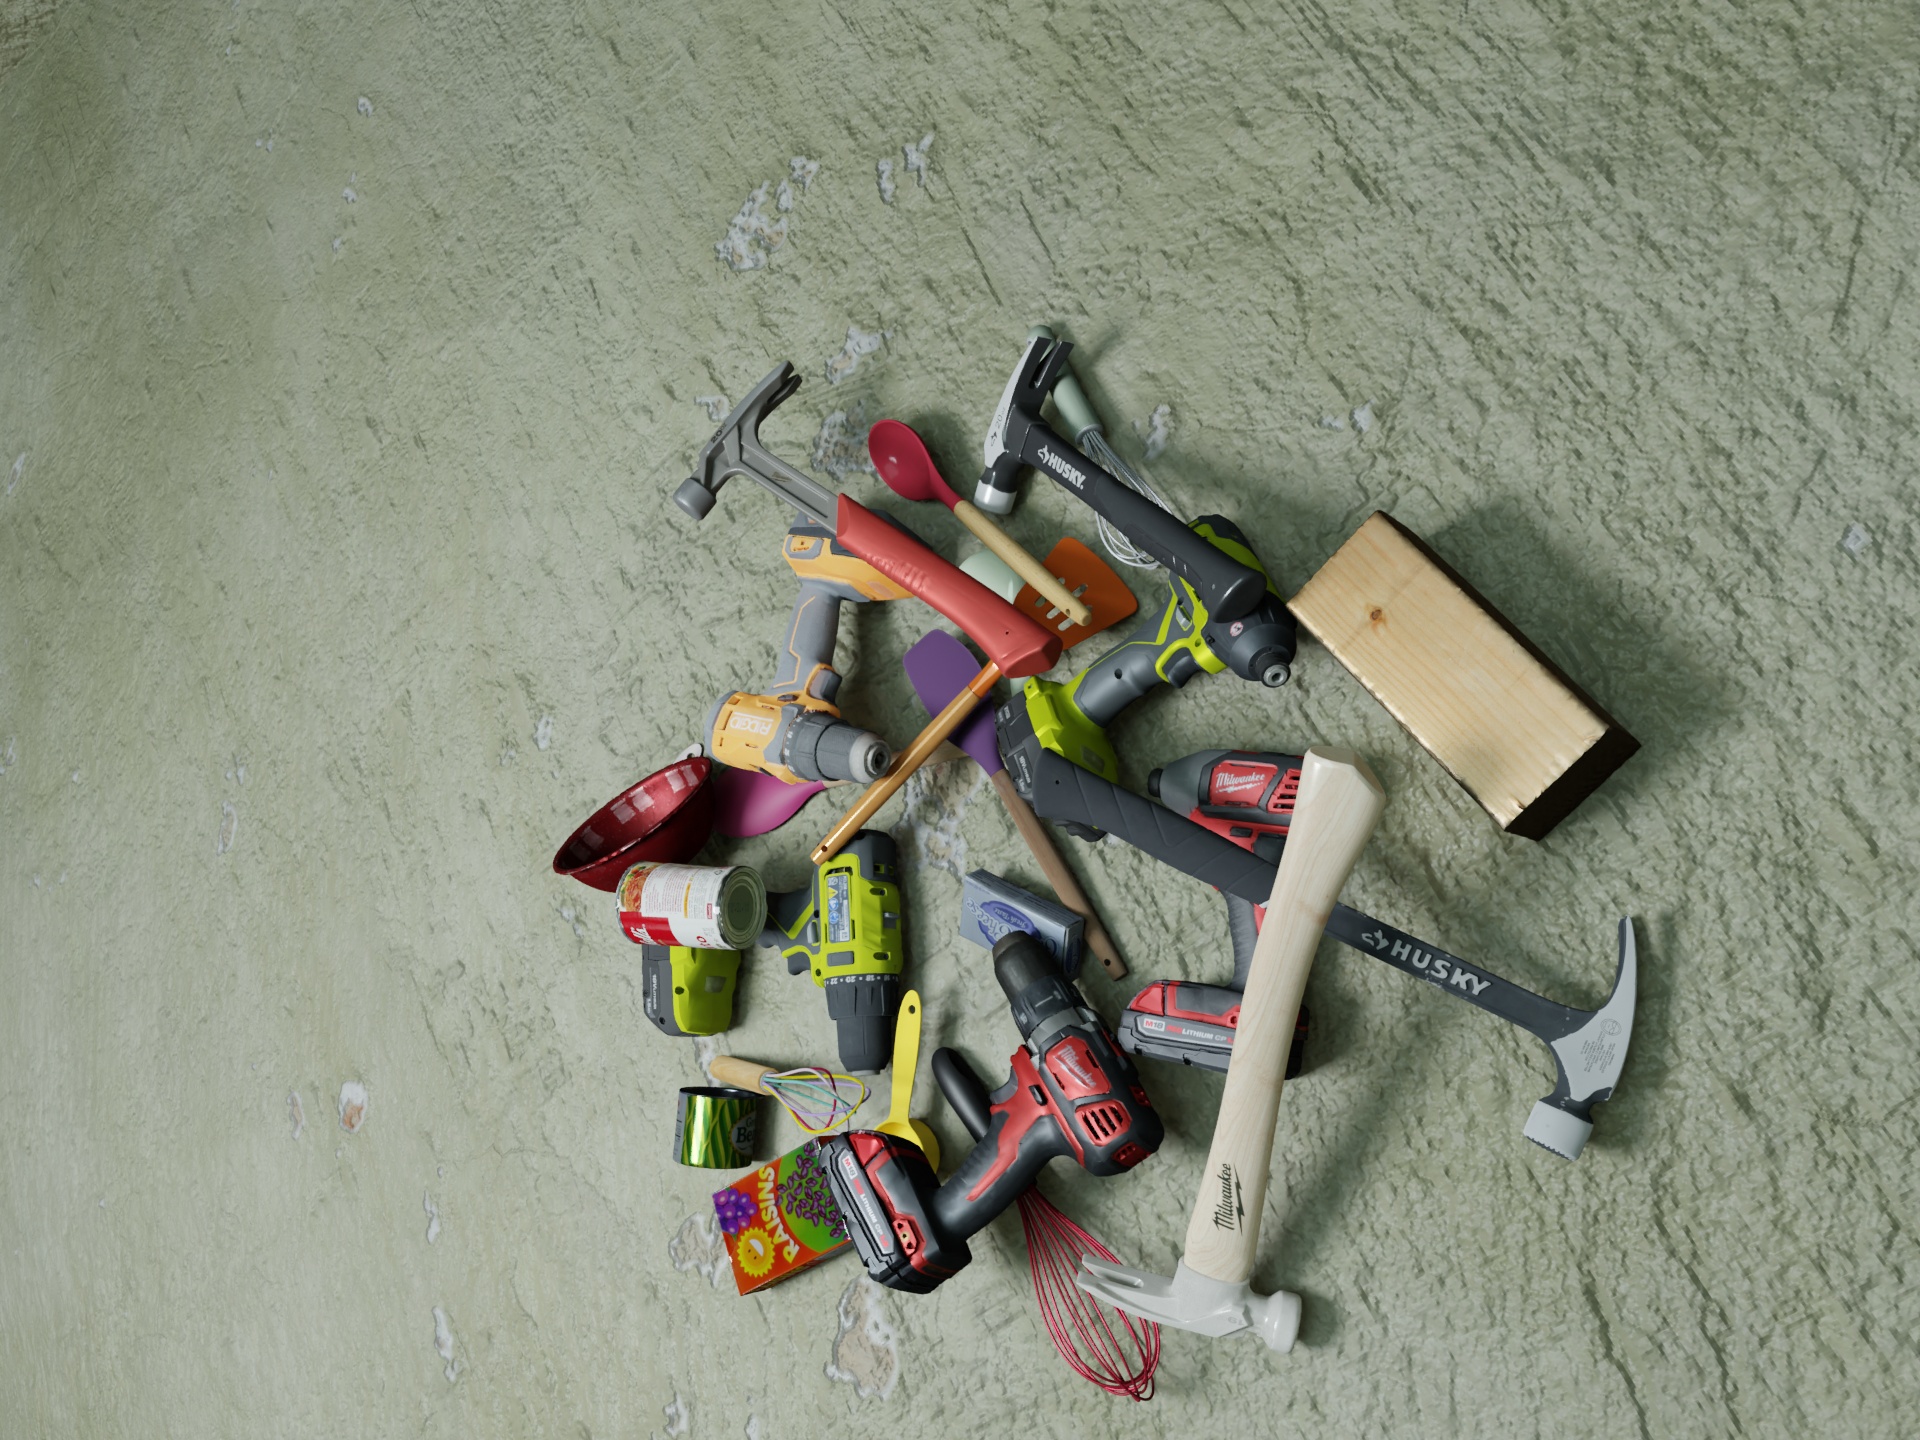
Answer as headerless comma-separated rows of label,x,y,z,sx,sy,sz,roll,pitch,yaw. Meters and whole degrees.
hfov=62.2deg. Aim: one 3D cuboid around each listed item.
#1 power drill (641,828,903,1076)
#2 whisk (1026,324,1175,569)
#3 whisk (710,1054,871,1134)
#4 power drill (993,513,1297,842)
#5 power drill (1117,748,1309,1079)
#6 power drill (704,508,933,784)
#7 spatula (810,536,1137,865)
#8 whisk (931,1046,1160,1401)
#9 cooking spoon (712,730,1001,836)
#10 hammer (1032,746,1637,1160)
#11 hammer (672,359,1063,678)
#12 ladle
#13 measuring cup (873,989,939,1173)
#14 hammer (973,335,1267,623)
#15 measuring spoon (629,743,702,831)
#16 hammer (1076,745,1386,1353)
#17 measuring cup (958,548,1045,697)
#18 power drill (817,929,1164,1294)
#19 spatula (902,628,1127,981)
power drill,-0.148,0.198,1.300,0.228,0.080,0.191,-11,74,29
whisk,0.104,-0.216,1.235,0.059,0.057,0.247,-19,63,-7
whisk,-0.144,0.288,1.248,0.245,0.051,0.047,-7,62,58
power drill,0.134,-0.025,1.125,0.223,0.080,0.171,-44,32,20
power drill,0.182,0.127,1.095,0.143,0.078,0.220,6,81,33
power drill,-0.099,-0.055,1.278,0.185,0.084,0.226,11,74,43
spatula,-0.002,-0.004,1.228,0.322,0.041,0.081,-46,77,11
whisk,0.055,0.354,1.145,0.073,0.073,0.296,-48,54,17
cooking spoon,-0.091,0.044,1.324,0.319,0.017,0.069,-14,67,30
hammer,0.226,0.115,1.016,0.409,0.036,0.149,26,84,17
hammer,-0.060,-0.146,1.224,0.359,0.036,0.149,35,82,27
ladle,0.013,-0.156,1.249,0.316,0.031,0.069,47,148,43
measuring cup,-0.037,0.286,1.229,0.062,0.029,0.156,5,88,35
hammer,0.112,-0.163,1.141,0.335,0.035,0.146,47,127,49
measuring spoon,-0.269,0.072,1.444,0.034,0.018,0.124,39,96,21
hammer,0.177,0.208,0.990,0.146,0.038,0.410,12,110,9
measuring cup,0.034,-0.058,1.249,0.083,0.038,0.168,-22,67,29
power drill,0.013,0.275,1.126,0.226,0.080,0.188,-37,55,8
spatula,0.044,0.060,1.218,0.059,0.018,0.316,-40,67,23
